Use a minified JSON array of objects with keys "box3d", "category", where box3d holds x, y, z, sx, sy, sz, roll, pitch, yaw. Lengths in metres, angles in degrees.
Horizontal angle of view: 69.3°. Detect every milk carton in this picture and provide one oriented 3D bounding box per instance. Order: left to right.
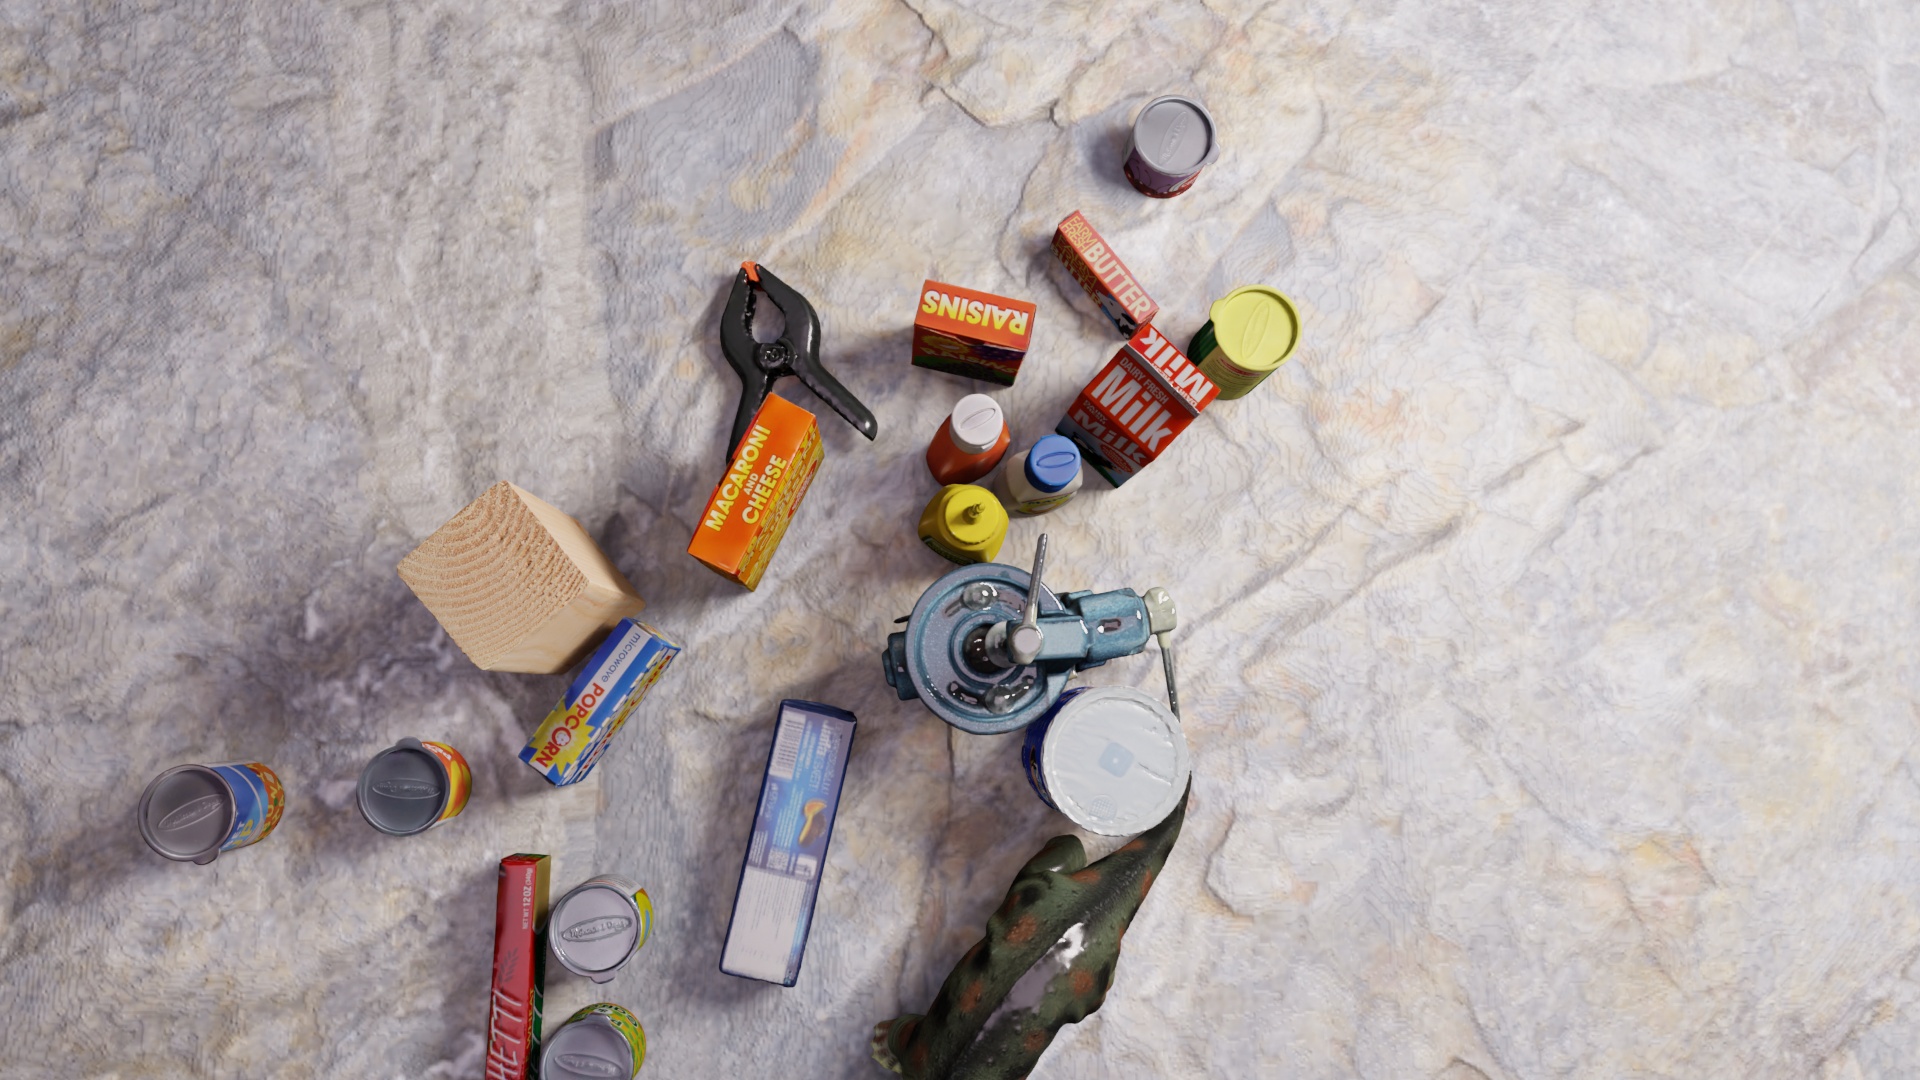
[{"box3d":[0.130,-0.099,1.021,0.072,0.190,0.073,43,83,2],"category":"milk carton"}]

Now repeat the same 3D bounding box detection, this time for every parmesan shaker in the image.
[{"box3d":[0.215,-0.153,1.077,0.071,0.103,0.071,0,83,-3],"category":"parmesan shaker"}]

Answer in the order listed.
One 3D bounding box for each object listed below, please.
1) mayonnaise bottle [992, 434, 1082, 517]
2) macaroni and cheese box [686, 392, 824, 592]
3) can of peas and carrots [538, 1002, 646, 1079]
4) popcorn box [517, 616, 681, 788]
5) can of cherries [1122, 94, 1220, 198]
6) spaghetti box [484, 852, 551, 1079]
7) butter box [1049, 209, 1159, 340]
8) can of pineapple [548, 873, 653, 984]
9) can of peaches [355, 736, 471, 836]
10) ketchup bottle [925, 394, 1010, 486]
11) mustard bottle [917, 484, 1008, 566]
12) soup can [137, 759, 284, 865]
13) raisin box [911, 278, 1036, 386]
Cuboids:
[{"box3d":[0.061,-0.047,1.032,0.065,0.148,0.041,-11,84,-5],"category":"mayonnaise bottle"},{"box3d":[-0.146,-0.030,1.008,0.040,0.166,0.124,26,83,0],"category":"macaroni and cheese box"},{"box3d":[-0.265,0.372,1.006,0.071,0.058,0.071,0,83,-3],"category":"can of peas and carrots"},{"box3d":[-0.263,0.118,1.024,0.038,0.085,0.127,36,82,1],"category":"popcorn box"},{"box3d":[0.169,-0.314,1.117,0.071,0.058,0.071,0,83,-3],"category":"can of cherries"},{"box3d":[-0.323,0.356,1.008,0.029,0.050,0.250,2,83,-3],"category":"spaghetti box"},{"box3d":[0.113,-0.210,1.103,0.024,0.053,0.103,-39,87,-7],"category":"butter box"},{"box3d":[-0.262,0.282,1.017,0.071,0.058,0.071,0,83,-3],"category":"can of pineapple"},{"box3d":[-0.400,0.179,1.021,0.071,0.058,0.071,0,83,-3],"category":"can of peaches"},{"box3d":[0.008,-0.075,1.032,0.065,0.148,0.043,-28,86,-6],"category":"ketchup bottle"},{"box3d":[0.004,-0.013,1.018,0.065,0.160,0.049,28,83,0],"category":"mustard bottle"},{"box3d":[-0.535,0.195,0.998,0.071,0.083,0.071,0,83,-3],"category":"soup can"},{"box3d":[0.007,-0.155,1.055,0.086,0.123,0.040,13,83,-2],"category":"raisin box"}]
